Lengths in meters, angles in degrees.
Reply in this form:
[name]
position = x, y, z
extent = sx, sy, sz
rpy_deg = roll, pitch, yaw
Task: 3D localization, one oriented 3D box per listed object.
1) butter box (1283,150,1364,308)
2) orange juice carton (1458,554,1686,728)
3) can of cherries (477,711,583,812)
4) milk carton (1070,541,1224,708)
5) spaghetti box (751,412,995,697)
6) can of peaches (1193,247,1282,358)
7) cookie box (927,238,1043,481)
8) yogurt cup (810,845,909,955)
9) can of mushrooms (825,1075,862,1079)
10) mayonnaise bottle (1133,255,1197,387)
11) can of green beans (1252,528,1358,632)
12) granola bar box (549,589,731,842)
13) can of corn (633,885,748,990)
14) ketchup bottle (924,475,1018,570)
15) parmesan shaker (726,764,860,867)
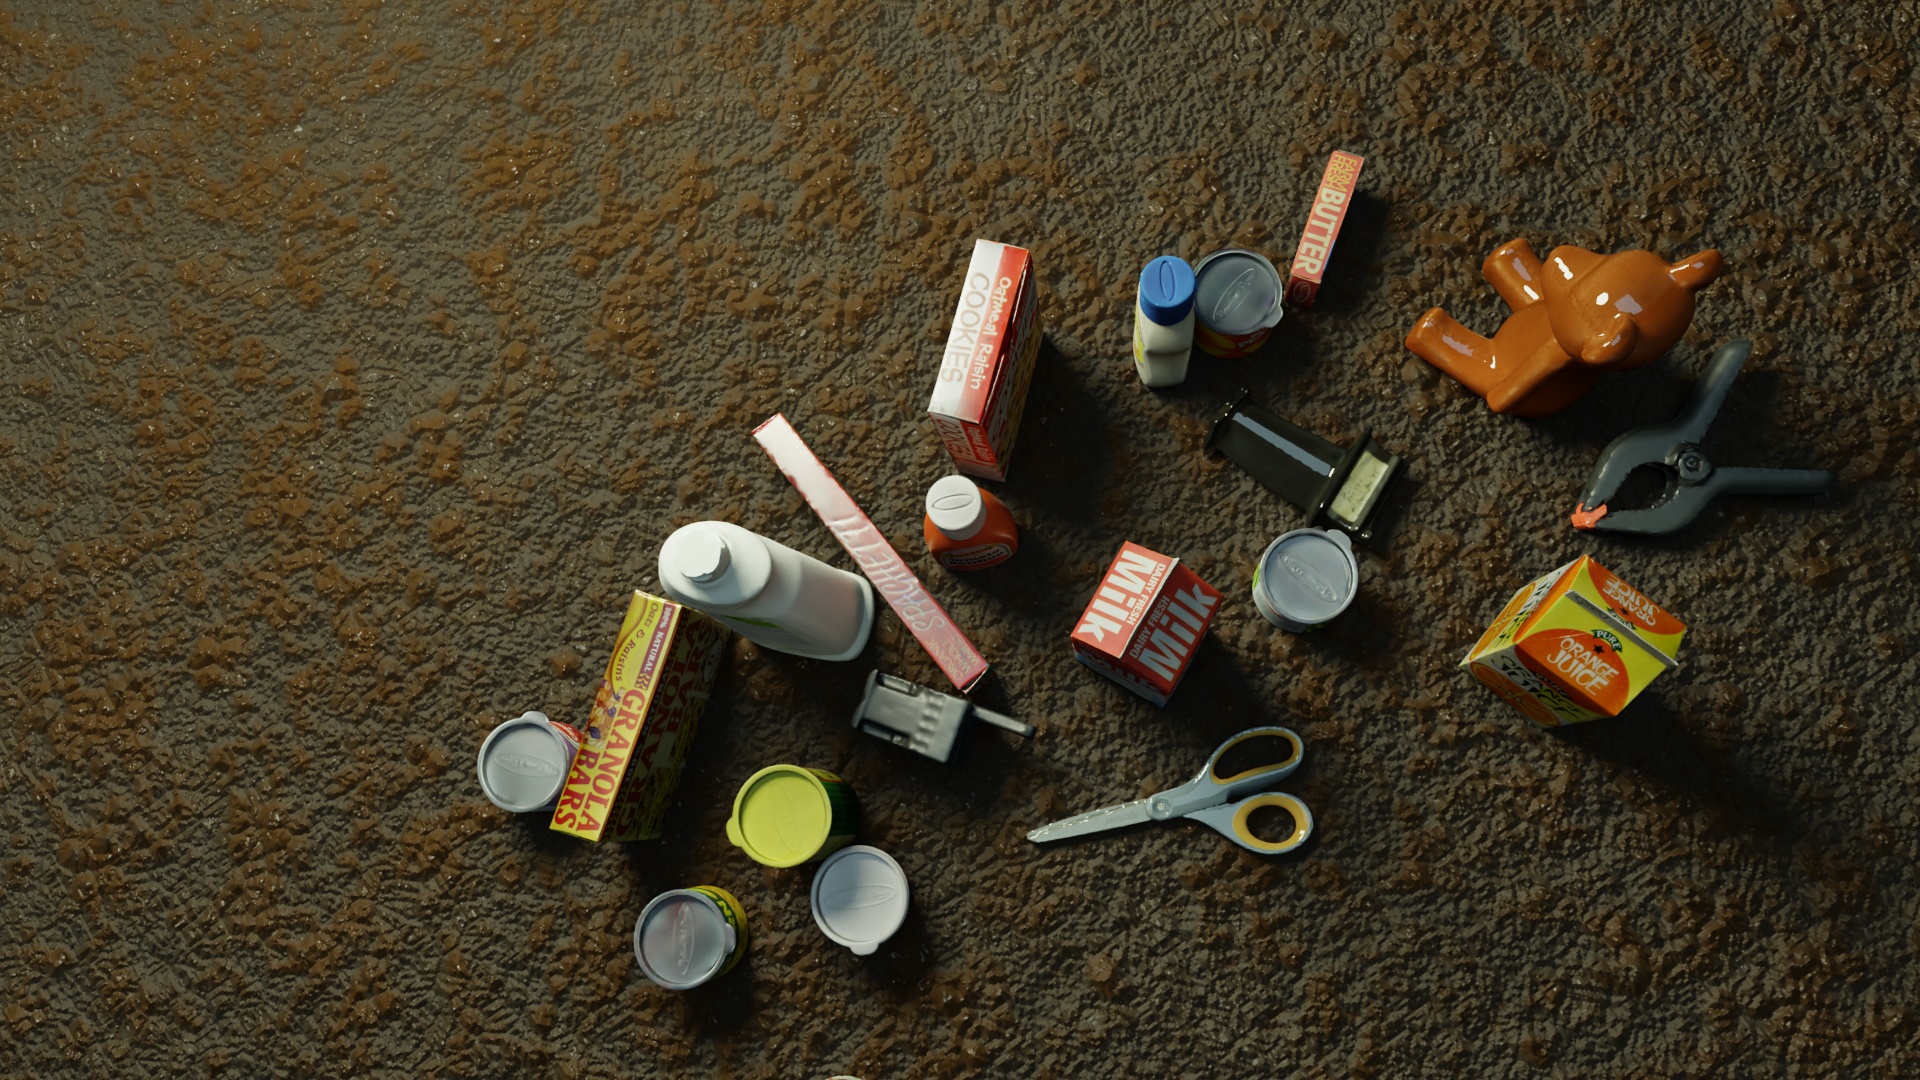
[butter box]
position = 0.267, -0.229, 1.022
extent = 0.024, 0.053, 0.103
rpy_deg = 19, 82, 10
[orange juice carton]
position = 0.388, 0.066, 0.879
extent = 0.072, 0.192, 0.073
rpy_deg = 39, 86, 12
[can of cherries]
position = -0.305, 0.161, 1.007
extent = 0.071, 0.058, 0.071
rpy_deg = -1, 79, 6
[milk carton]
position = 0.122, 0.057, 0.912
extent = 0.073, 0.190, 0.072
rpy_deg = 29, 84, 11
[spaghetti box]
position = -0.063, 0.010, 1.014
extent = 0.029, 0.050, 0.250
rpy_deg = -40, 77, -2
[can of peaches]
position = 0.200, -0.171, 1.016
extent = 0.071, 0.058, 0.071
rpy_deg = -1, 79, 6
[cookie box]
position = 0.022, -0.120, 0.970
extent = 0.040, 0.167, 0.123
rpy_deg = 14, 81, 9
[yogurt cup]
position = -0.066, 0.246, 0.966
extent = 0.072, 0.054, 0.072
rpy_deg = -1, 79, 6
[can of mushrooms]
position = -0.085, 0.403, 0.947
extent = 0.071, 0.033, 0.071
rpy_deg = -1, 79, 6
[mayonnaise bottle]
position = 0.143, -0.156, 0.973
extent = 0.041, 0.148, 0.065
rpy_deg = -6, 79, 6
[can of green beans]
position = 0.240, 0.029, 0.972
extent = 0.071, 0.057, 0.071
rpy_deg = -1, 79, 6
[granola bar box]
position = -0.218, 0.126, 0.971
extent = 0.039, 0.124, 0.165
rpy_deg = 17, 81, 9
[can of corn]
position = -0.184, 0.276, 0.971
extent = 0.071, 0.058, 0.071
rpy_deg = -1, 79, 6
[ketchup bottle]
position = 0.003, -0.012, 0.960
extent = 0.065, 0.148, 0.043
rpy_deg = -11, 78, 5
[parmesan shaker]
position = -0.113, 0.190, 0.957
extent = 0.071, 0.103, 0.071
rpy_deg = -1, 79, 6
